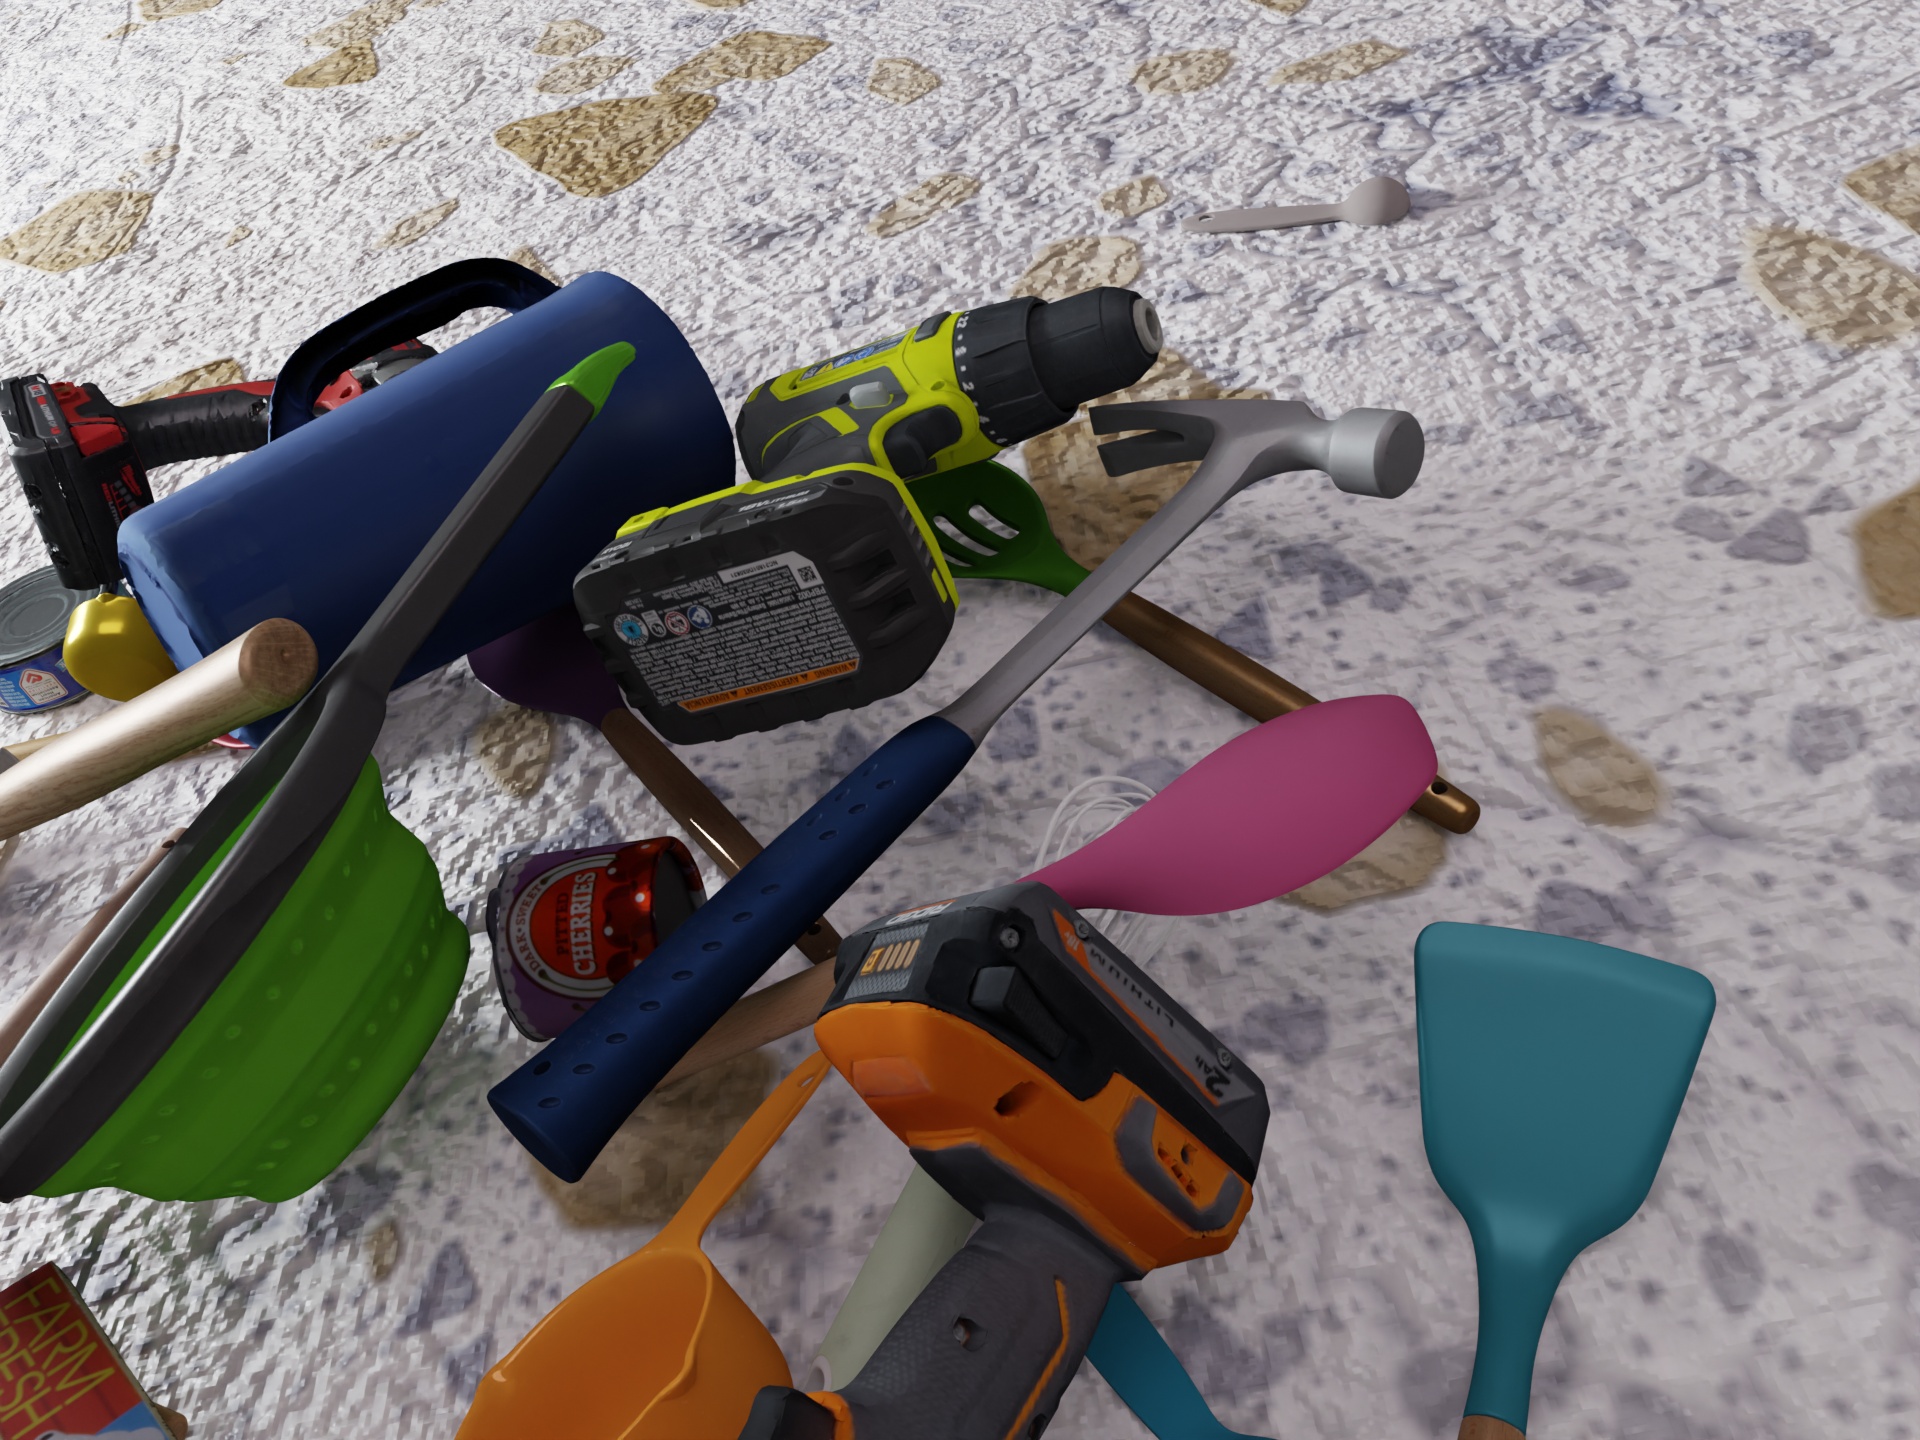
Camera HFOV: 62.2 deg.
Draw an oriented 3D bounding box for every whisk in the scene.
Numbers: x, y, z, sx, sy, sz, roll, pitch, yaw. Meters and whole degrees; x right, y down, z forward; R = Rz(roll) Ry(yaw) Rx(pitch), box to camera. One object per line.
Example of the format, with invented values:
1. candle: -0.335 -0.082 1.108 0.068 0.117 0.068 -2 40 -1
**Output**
1. whisk: 0.014 0.115 0.499 0.058 0.059 0.246 -27 27 55

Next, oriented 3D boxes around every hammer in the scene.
1. hammer: -0.001 -0.002 0.564 0.144 0.035 0.405 17 50 43
2. hammer: -0.365 0.026 0.630 0.331 0.031 0.130 -20 40 30

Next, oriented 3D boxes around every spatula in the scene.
1. spatula: 0.123 0.192 0.384 0.082 0.044 0.318 10 50 21
2. spatula: -0.135 0.014 0.665 0.060 0.018 0.316 -35 45 -17

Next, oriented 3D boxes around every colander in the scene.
1. colander: -0.199 0.027 0.570 0.204 0.094 0.397 -15 40 54

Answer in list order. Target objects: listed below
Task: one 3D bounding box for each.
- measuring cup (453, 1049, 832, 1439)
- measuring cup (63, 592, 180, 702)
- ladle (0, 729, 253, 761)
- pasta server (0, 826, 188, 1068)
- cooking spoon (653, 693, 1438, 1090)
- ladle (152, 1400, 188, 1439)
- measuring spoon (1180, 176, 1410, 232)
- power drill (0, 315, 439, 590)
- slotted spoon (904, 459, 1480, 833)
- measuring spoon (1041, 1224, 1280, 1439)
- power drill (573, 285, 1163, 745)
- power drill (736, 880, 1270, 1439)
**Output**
1. measuring cup: -0.069 0.169 0.456 0.095 0.052 0.174 -22 19 39
2. measuring cup: -0.352 -0.034 0.767 0.156 0.062 0.029 -3 54 0
3. ladle: -0.423 0.014 0.751 0.315 0.031 0.069 -14 45 6
4. pasta server: -0.358 0.135 0.561 0.060 0.040 0.316 9 35 3
5. cooking spoon: -0.003 0.068 0.507 0.319 0.017 0.069 -26 38 15
6. ladle: -0.393 0.207 0.541 0.320 0.062 0.078 9 36 16
7. measuring spoon: 0.181 -0.282 0.867 0.124 0.018 0.034 0 46 19
8. power drill: -0.368 -0.145 0.839 0.226 0.080 0.188 -22 41 -26
9. slotted spoon: 0.076 -0.036 0.645 0.070 0.031 0.314 -37 49 -20
10. measuring spoon: 0.053 0.179 0.433 0.042 0.021 0.129 -32 45 -15
11. power drill: -0.029 -0.095 0.620 0.190 0.080 0.229 -12 29 29
12. power drill: -0.022 0.151 0.377 0.084 0.164 0.227 -21 33 49
